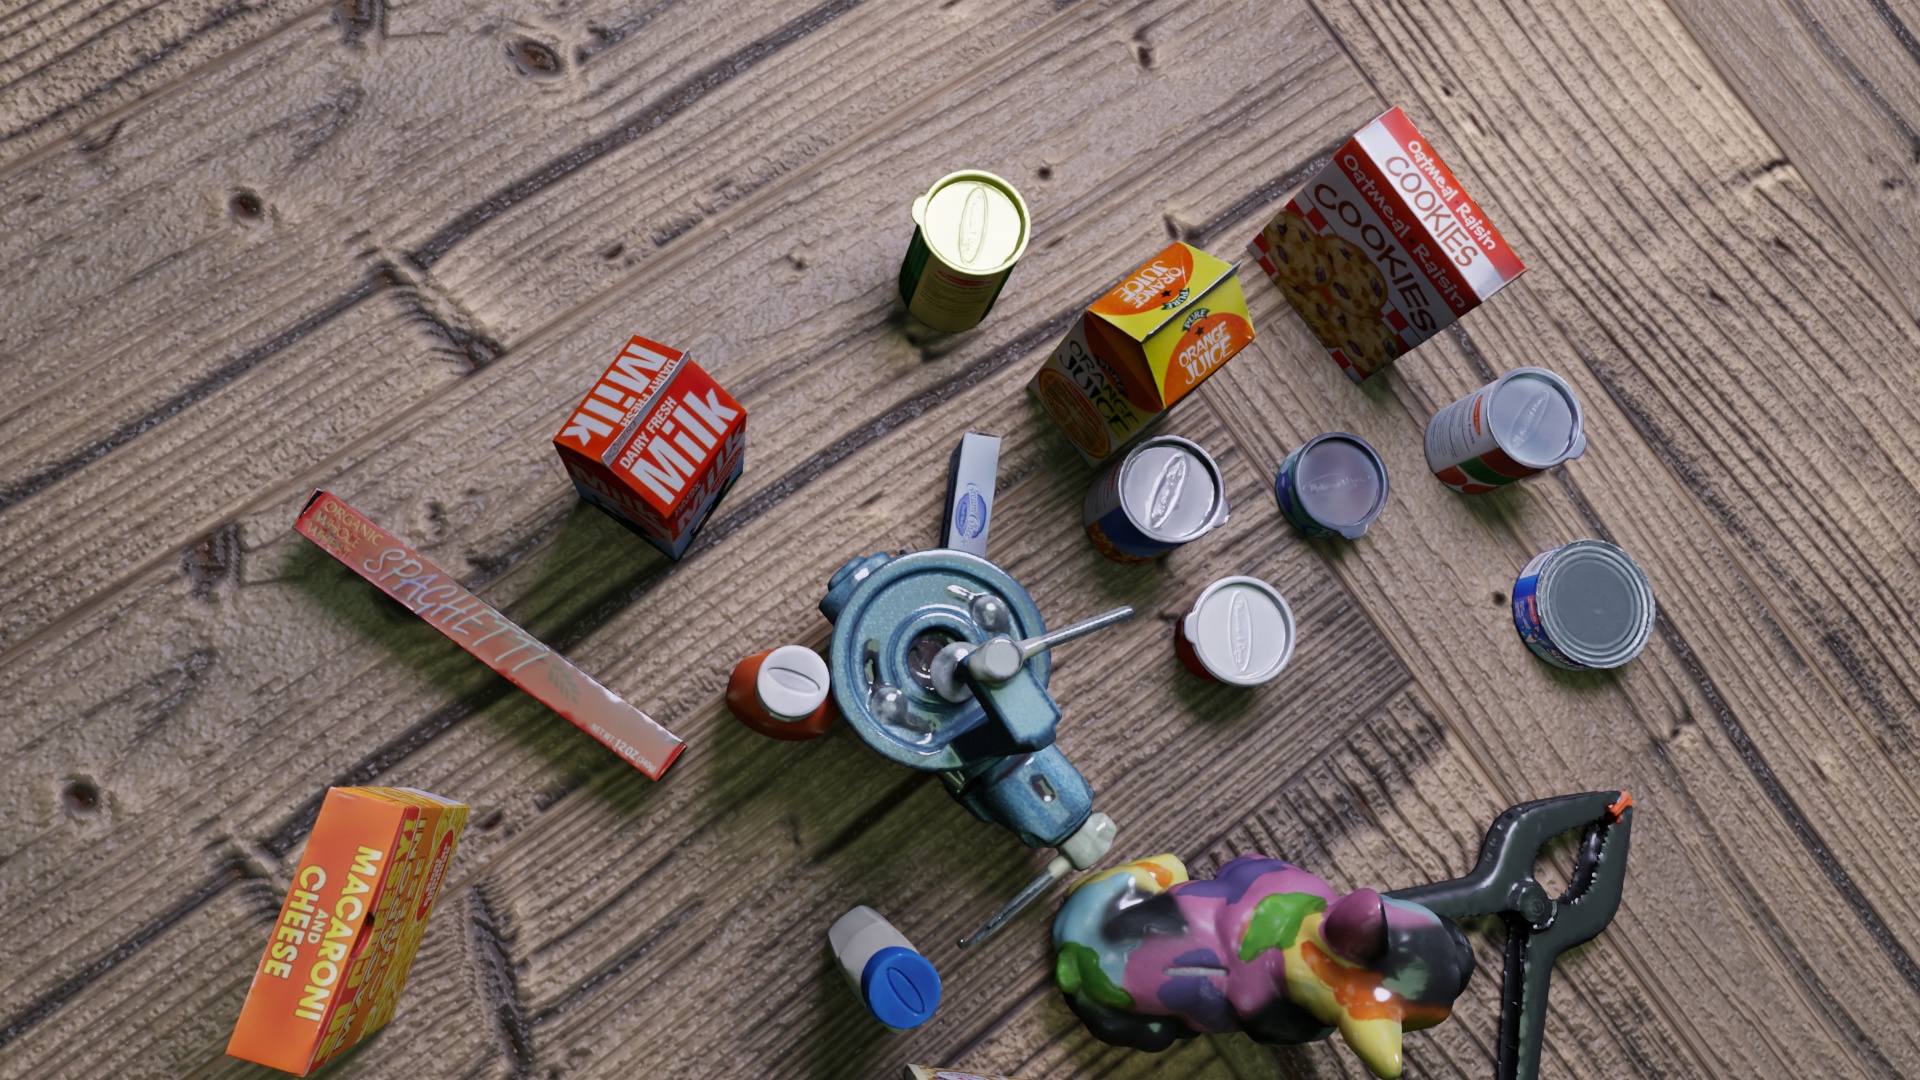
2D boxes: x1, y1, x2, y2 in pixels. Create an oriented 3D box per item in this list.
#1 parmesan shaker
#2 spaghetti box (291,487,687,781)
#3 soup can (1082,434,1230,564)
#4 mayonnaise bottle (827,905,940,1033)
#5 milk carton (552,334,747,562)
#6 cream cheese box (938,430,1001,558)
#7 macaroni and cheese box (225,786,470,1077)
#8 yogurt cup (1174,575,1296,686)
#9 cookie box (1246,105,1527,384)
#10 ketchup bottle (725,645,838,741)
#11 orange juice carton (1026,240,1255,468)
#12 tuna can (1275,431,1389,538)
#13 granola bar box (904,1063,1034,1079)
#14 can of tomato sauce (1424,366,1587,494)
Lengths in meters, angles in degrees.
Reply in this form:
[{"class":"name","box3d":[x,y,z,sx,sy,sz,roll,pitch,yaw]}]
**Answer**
[{"class":"parmesan shaker","box3d":[-0.002,-0.177,0.857,0.071,0.103,0.071,2,79,-10]},{"class":"spaghetti box","box3d":[-0.265,0.056,0.791,0.250,0.050,0.029,35,76,-2]},{"class":"soup can","box3d":[0.120,-0.022,0.859,0.071,0.083,0.071,2,79,-10]},{"class":"mayonnaise bottle","box3d":[-0.039,0.233,0.747,0.041,0.147,0.065,-37,88,-14]},{"class":"milk carton","box3d":[-0.166,-0.050,0.757,0.073,0.190,0.072,34,76,-2]},{"class":"cream cheese box","box3d":[0.003,-0.011,0.851,0.024,0.053,0.104,9,78,-8]},{"class":"macaroni and cheese box","box3d":[-0.299,0.188,0.698,0.040,0.166,0.124,18,77,-6]},{"class":"yogurt cup","box3d":[0.168,0.059,0.867,0.072,0.054,0.072,2,79,-10]},{"class":"cookie box","box3d":[0.261,-0.179,0.872,0.040,0.167,0.123,-37,88,-14]},{"class":"ketchup bottle","box3d":[-0.096,0.084,0.765,0.065,0.148,0.043,20,77,-6]},{"class":"orange juice carton","box3d":[0.107,-0.110,0.818,0.072,0.192,0.073,-37,88,-14]},{"class":"tuna can","box3d":[0.243,-0.033,0.910,0.071,0.032,0.071,2,79,-10]},{"class":"granola bar box","box3d":[0.056,0.327,0.758,0.166,0.124,0.039,11,78,-8]},{"class":"can of tomato sauce","box3d":[0.356,-0.070,0.912,0.071,0.083,0.071,2,79,-10]}]
